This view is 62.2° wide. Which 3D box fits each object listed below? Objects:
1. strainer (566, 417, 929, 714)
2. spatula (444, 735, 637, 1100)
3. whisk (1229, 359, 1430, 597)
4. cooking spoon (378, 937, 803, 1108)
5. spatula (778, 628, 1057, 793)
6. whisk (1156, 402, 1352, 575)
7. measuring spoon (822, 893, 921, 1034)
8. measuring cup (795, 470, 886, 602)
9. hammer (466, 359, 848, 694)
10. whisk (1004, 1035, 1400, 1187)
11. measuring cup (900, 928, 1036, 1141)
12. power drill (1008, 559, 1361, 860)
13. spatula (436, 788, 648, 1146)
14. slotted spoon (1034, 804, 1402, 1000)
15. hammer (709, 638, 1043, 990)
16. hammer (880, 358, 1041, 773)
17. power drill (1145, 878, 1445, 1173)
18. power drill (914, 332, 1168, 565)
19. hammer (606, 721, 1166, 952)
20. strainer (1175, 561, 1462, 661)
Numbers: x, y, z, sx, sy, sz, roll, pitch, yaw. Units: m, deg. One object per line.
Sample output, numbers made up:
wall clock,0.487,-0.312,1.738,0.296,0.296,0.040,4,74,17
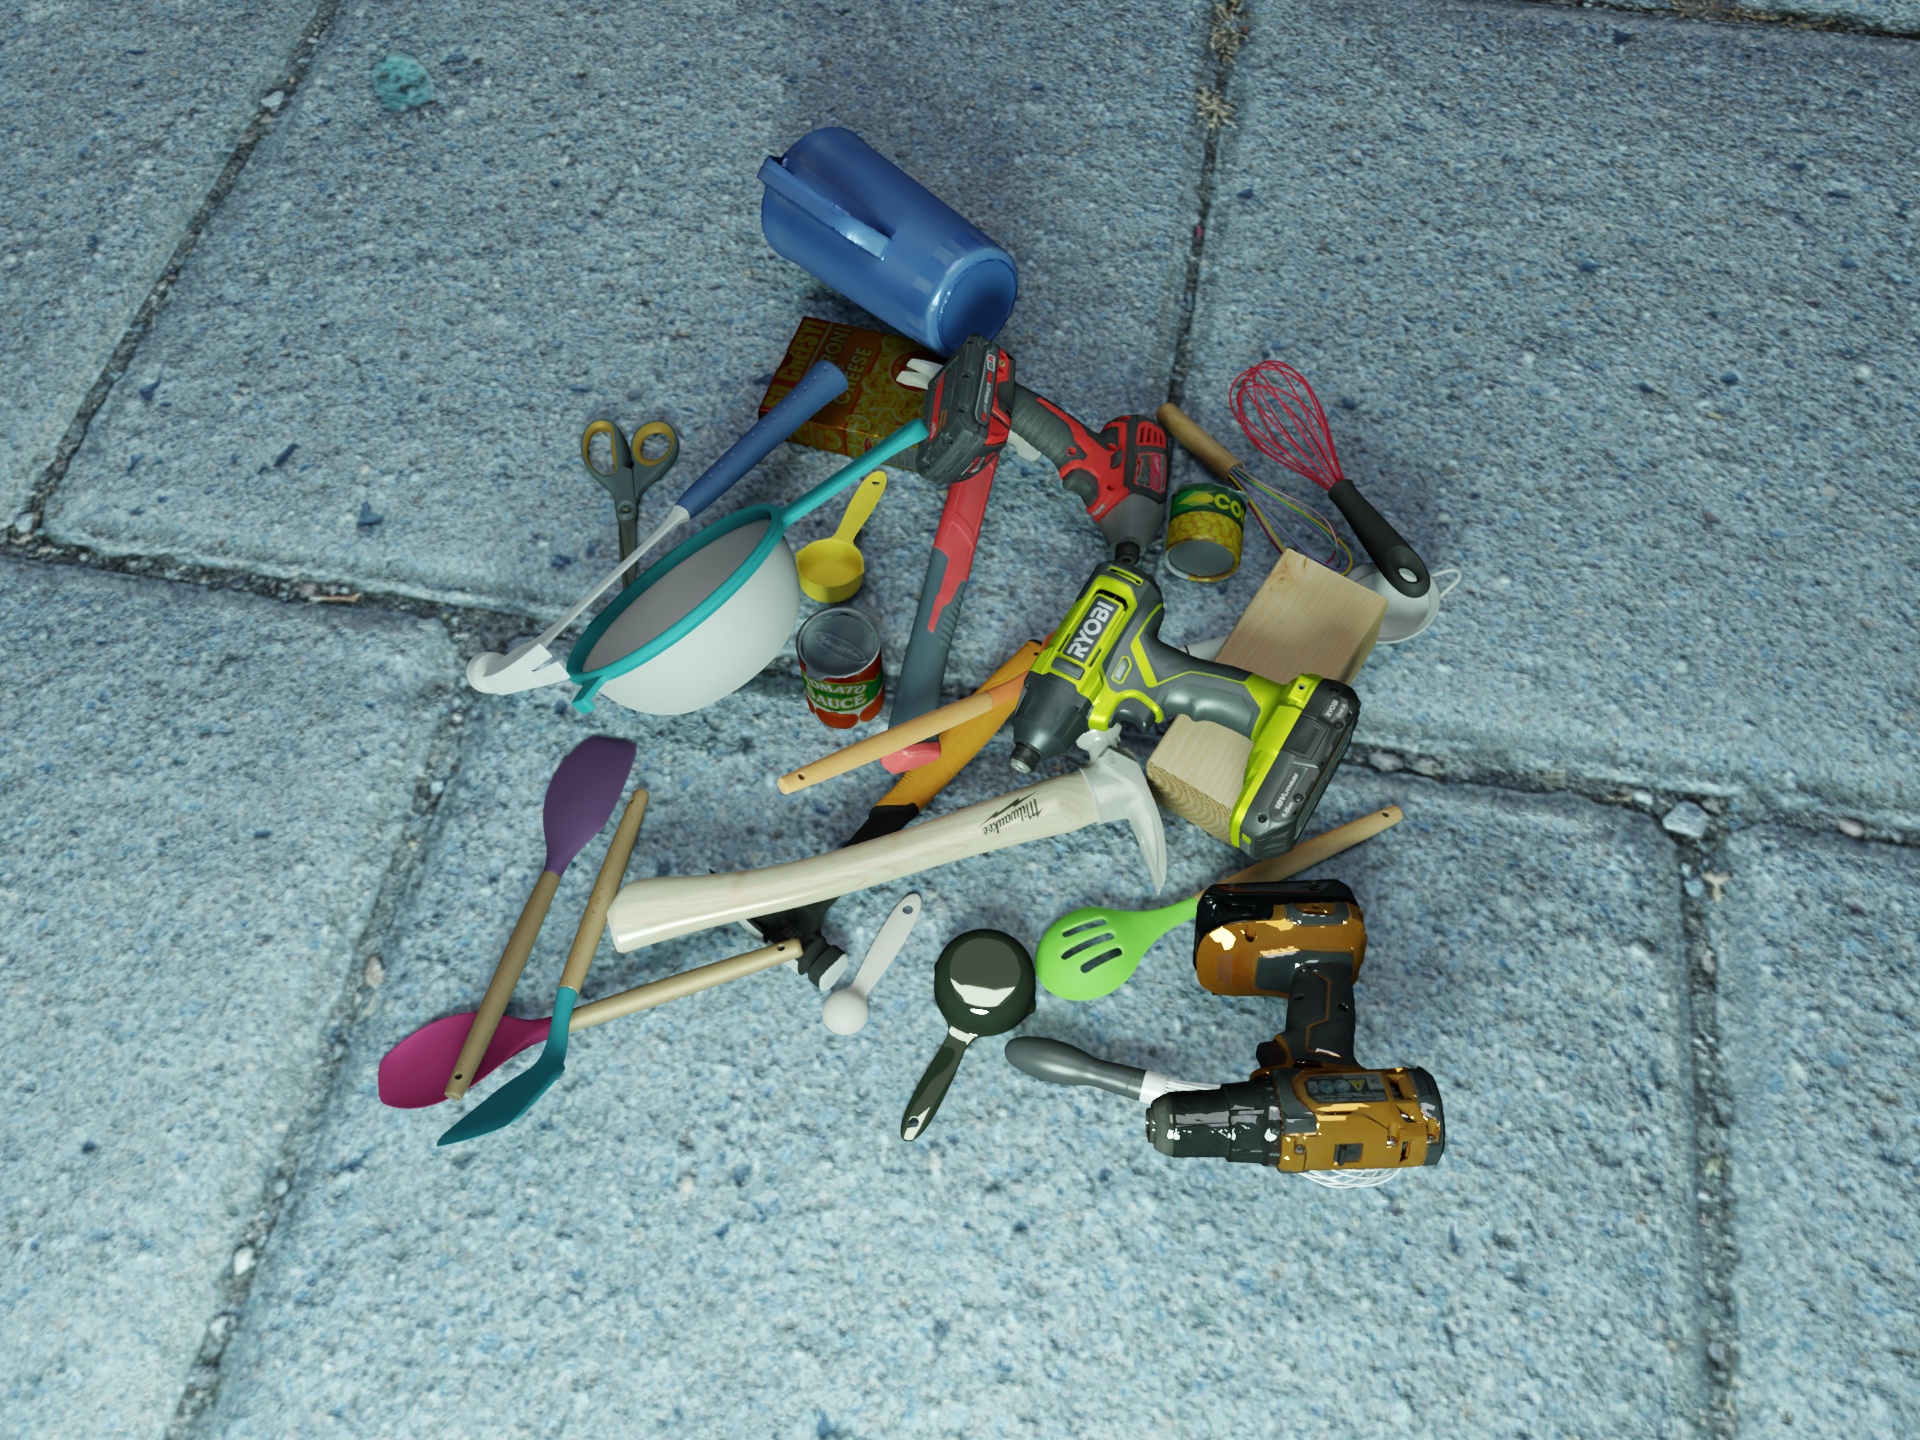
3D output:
strainer,-0.149,-0.107,1.254,0.340,0.095,0.211,-34,23,5
spatula,-0.320,0.138,1.199,0.060,0.018,0.316,9,54,8
whisk,0.315,-0.210,1.358,0.073,0.073,0.296,-20,55,-10
cooking spoon,-0.267,0.213,1.150,0.319,0.017,0.069,-18,49,-2
spatula,-0.002,-0.004,1.211,0.322,0.041,0.081,-23,82,-31
whisk,0.248,-0.202,1.378,0.047,0.051,0.245,-41,59,1
measuring spoon,-0.063,0.177,1.183,0.034,0.018,0.124,25,63,15
measuring cup,-0.095,-0.160,1.381,0.062,0.029,0.157,16,50,10
hammer,-0.236,-0.165,1.318,0.405,0.035,0.144,-48,25,-22
whisk,0.167,0.264,1.109,0.284,0.070,0.070,13,61,14
measuring cup,-0.002,0.223,1.143,0.083,0.038,0.168,23,61,13
power drill,0.156,0.000,1.145,0.223,0.080,0.171,27,75,19
spatula,-0.283,0.168,1.150,0.082,0.044,0.318,-22,39,33
slotted spoon,0.200,0.128,1.204,0.313,0.031,0.070,-22,59,-13
hammer,-0.043,0.051,1.247,0.127,0.034,0.337,36,67,18
hammer,-0.023,-0.131,1.304,0.143,0.038,0.387,24,56,-16
power drill,0.208,0.210,1.078,0.185,0.084,0.226,-3,35,-1
power drill,0.078,-0.220,1.338,0.219,0.078,0.143,21,58,-23
hammer,-0.052,0.110,1.175,0.410,0.038,0.146,-15,64,-9
strainer,0.286,-0.077,1.313,0.258,0.050,0.087,-14,53,0
